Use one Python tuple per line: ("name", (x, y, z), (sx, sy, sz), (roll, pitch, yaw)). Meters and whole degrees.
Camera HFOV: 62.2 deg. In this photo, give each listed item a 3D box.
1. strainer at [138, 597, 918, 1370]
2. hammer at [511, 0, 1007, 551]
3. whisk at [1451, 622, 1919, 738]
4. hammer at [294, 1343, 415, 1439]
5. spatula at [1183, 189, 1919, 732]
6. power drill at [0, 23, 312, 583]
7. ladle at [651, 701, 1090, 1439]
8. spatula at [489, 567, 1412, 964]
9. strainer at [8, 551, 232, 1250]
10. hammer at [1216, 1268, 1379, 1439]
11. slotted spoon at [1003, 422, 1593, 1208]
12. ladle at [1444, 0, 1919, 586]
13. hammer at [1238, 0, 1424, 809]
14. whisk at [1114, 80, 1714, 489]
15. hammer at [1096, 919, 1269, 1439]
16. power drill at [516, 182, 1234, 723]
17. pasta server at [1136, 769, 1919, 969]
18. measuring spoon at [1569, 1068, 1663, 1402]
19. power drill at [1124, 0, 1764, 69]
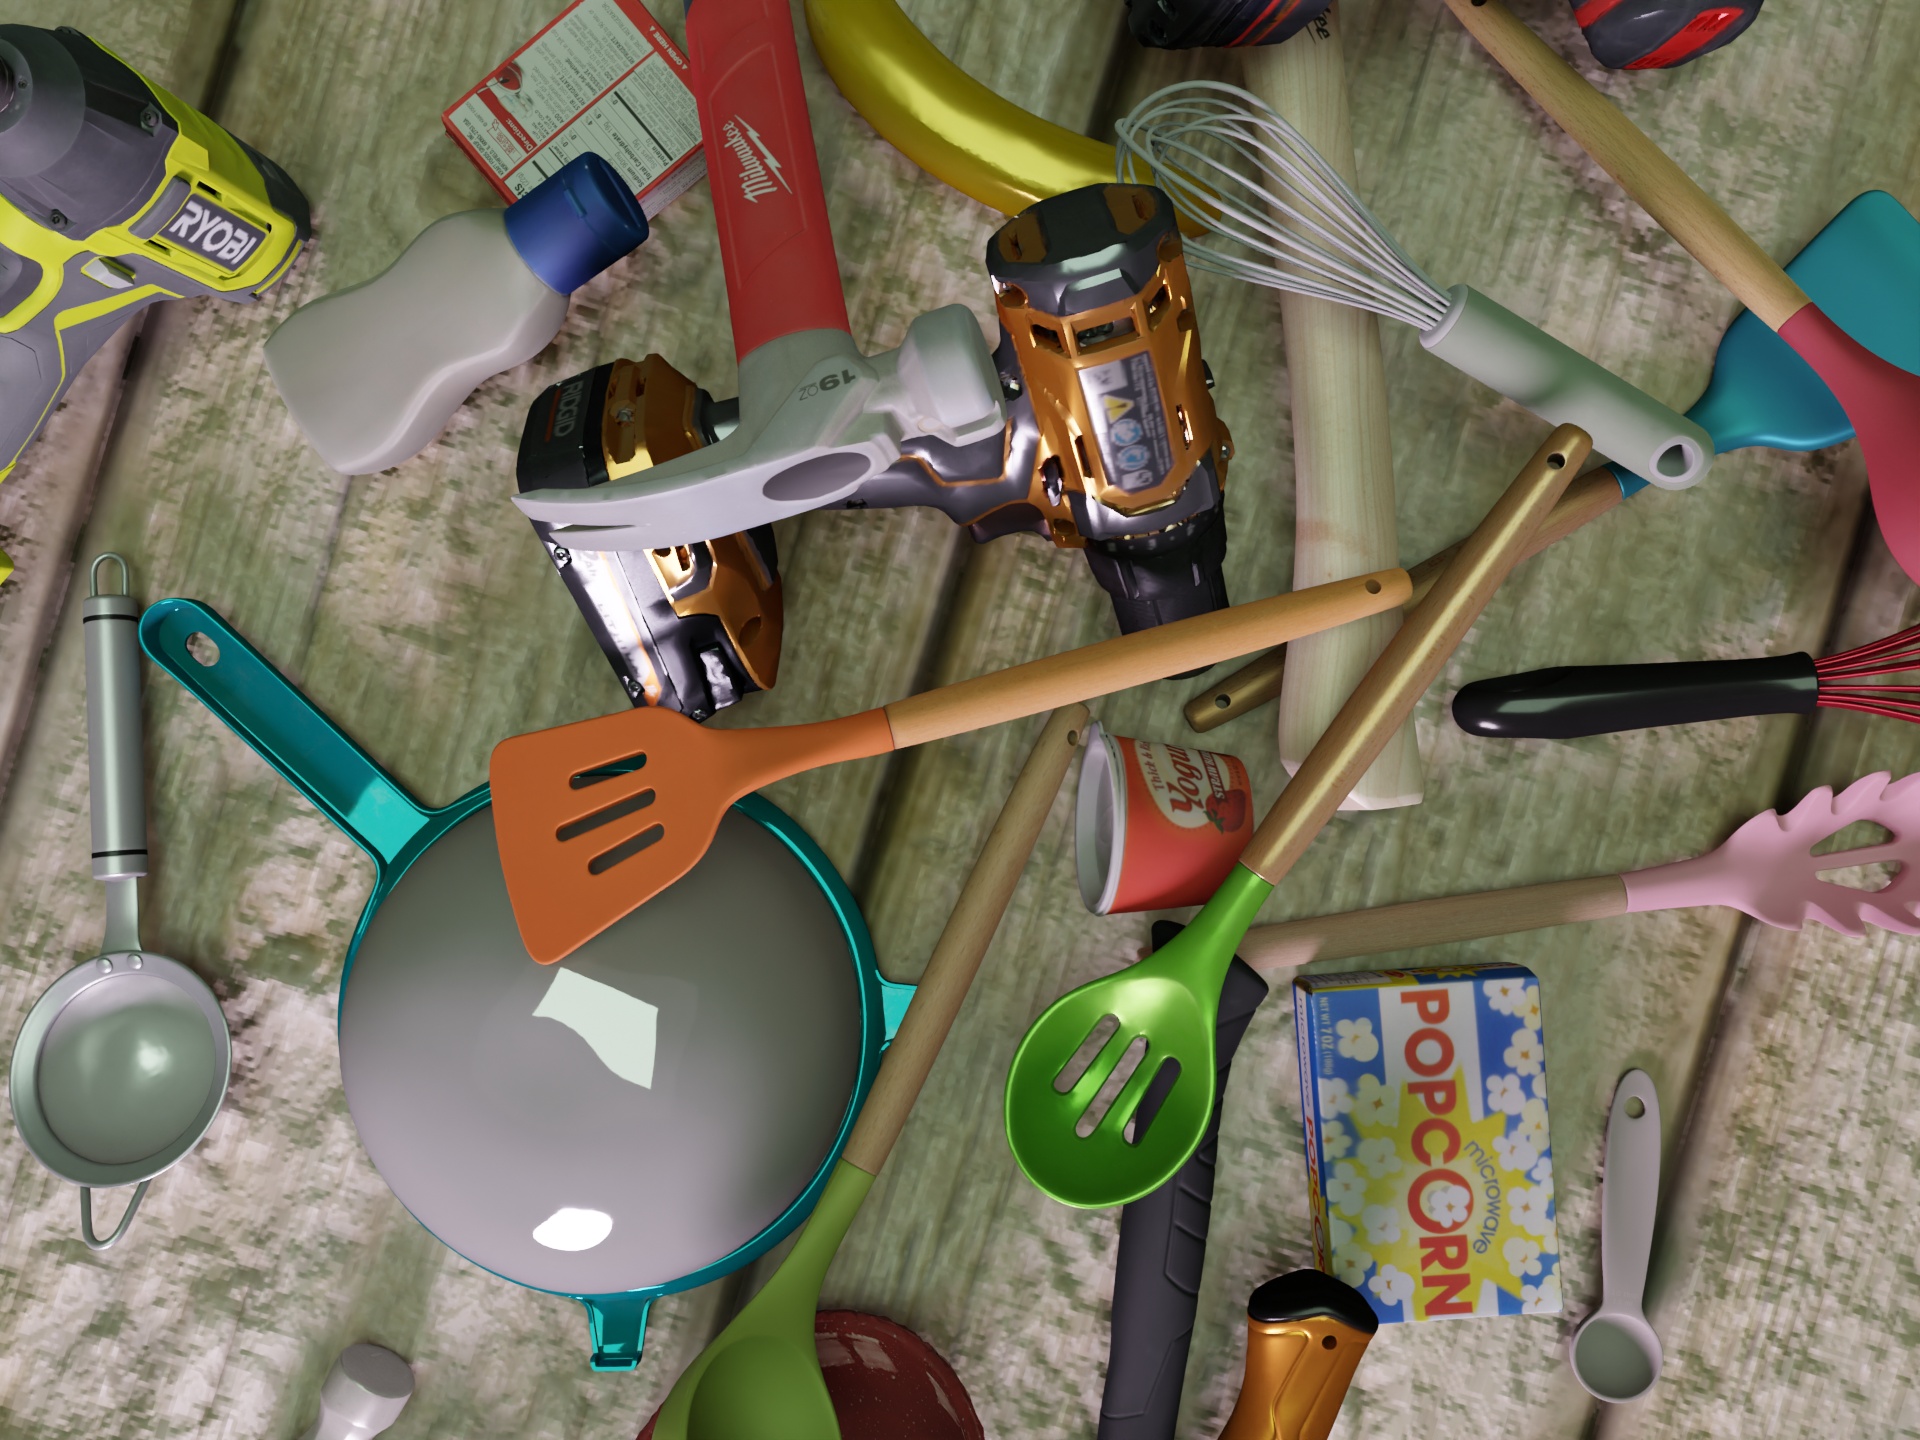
("strainer", (-0.181, 0.074, 0.572), (0.340, 0.095, 0.211), (43, 90, -1))
("hammer", (-0.089, -0.236, 0.531), (0.143, 0.038, 0.387), (-16, 65, 11))
("whisk", (0.334, -0.016, 0.590), (0.296, 0.073, 0.073), (-4, 90, 5))
("hammer", (-0.131, 0.376, 0.566), (0.331, 0.031, 0.130), (32, 92, 15))
("spatula", (0.223, -0.081, 0.597), (0.317, 0.044, 0.082), (-30, 79, 1))
("power drill", (-0.341, -0.129, 0.540), (0.080, 0.171, 0.223), (43, 93, 0))
("ladle", (-0.016, 0.135, 0.556), (0.078, 0.062, 0.320), (37, 72, -39))
("spatula", (-0.001, -0.002, 0.538), (0.322, 0.041, 0.081), (-15, 72, -7))
("strainer", (-0.315, 0.063, 0.602), (0.087, 0.050, 0.258), (-6, 84, 4))
("hammer", (0.069, 0.353, 0.562), (0.127, 0.034, 0.337), (25, 92, -1))
("slotted spoon", (0.118, 0.033, 0.544), (0.070, 0.031, 0.314), (36, 96, 13))
("ladle", (0.283, -0.164, 0.574), (0.069, 0.031, 0.315), (-39, 75, 5))
("hammer", (0.140, -0.174, 0.584), (0.146, 0.038, 0.411), (-5, 88, -11))
("whisk", (0.159, -0.143, 0.547), (0.246, 0.059, 0.057), (26, 121, -12))
("hammer", (0.063, 0.241, 0.591), (0.146, 0.035, 0.335), (7, 93, 0))
("power drill", (-0.015, -0.069, 0.561), (0.226, 0.084, 0.185), (-16, 129, 7))
("pasta server", (0.224, 0.069, 0.599), (0.316, 0.040, 0.060), (-9, 81, 1))
("measuring spoon", (0.254, 0.196, 0.612), (0.034, 0.018, 0.124), (8, 83, 2))
("power drill", (0.165, -0.320, 0.543), (0.226, 0.080, 0.188), (-7, 89, -16))
